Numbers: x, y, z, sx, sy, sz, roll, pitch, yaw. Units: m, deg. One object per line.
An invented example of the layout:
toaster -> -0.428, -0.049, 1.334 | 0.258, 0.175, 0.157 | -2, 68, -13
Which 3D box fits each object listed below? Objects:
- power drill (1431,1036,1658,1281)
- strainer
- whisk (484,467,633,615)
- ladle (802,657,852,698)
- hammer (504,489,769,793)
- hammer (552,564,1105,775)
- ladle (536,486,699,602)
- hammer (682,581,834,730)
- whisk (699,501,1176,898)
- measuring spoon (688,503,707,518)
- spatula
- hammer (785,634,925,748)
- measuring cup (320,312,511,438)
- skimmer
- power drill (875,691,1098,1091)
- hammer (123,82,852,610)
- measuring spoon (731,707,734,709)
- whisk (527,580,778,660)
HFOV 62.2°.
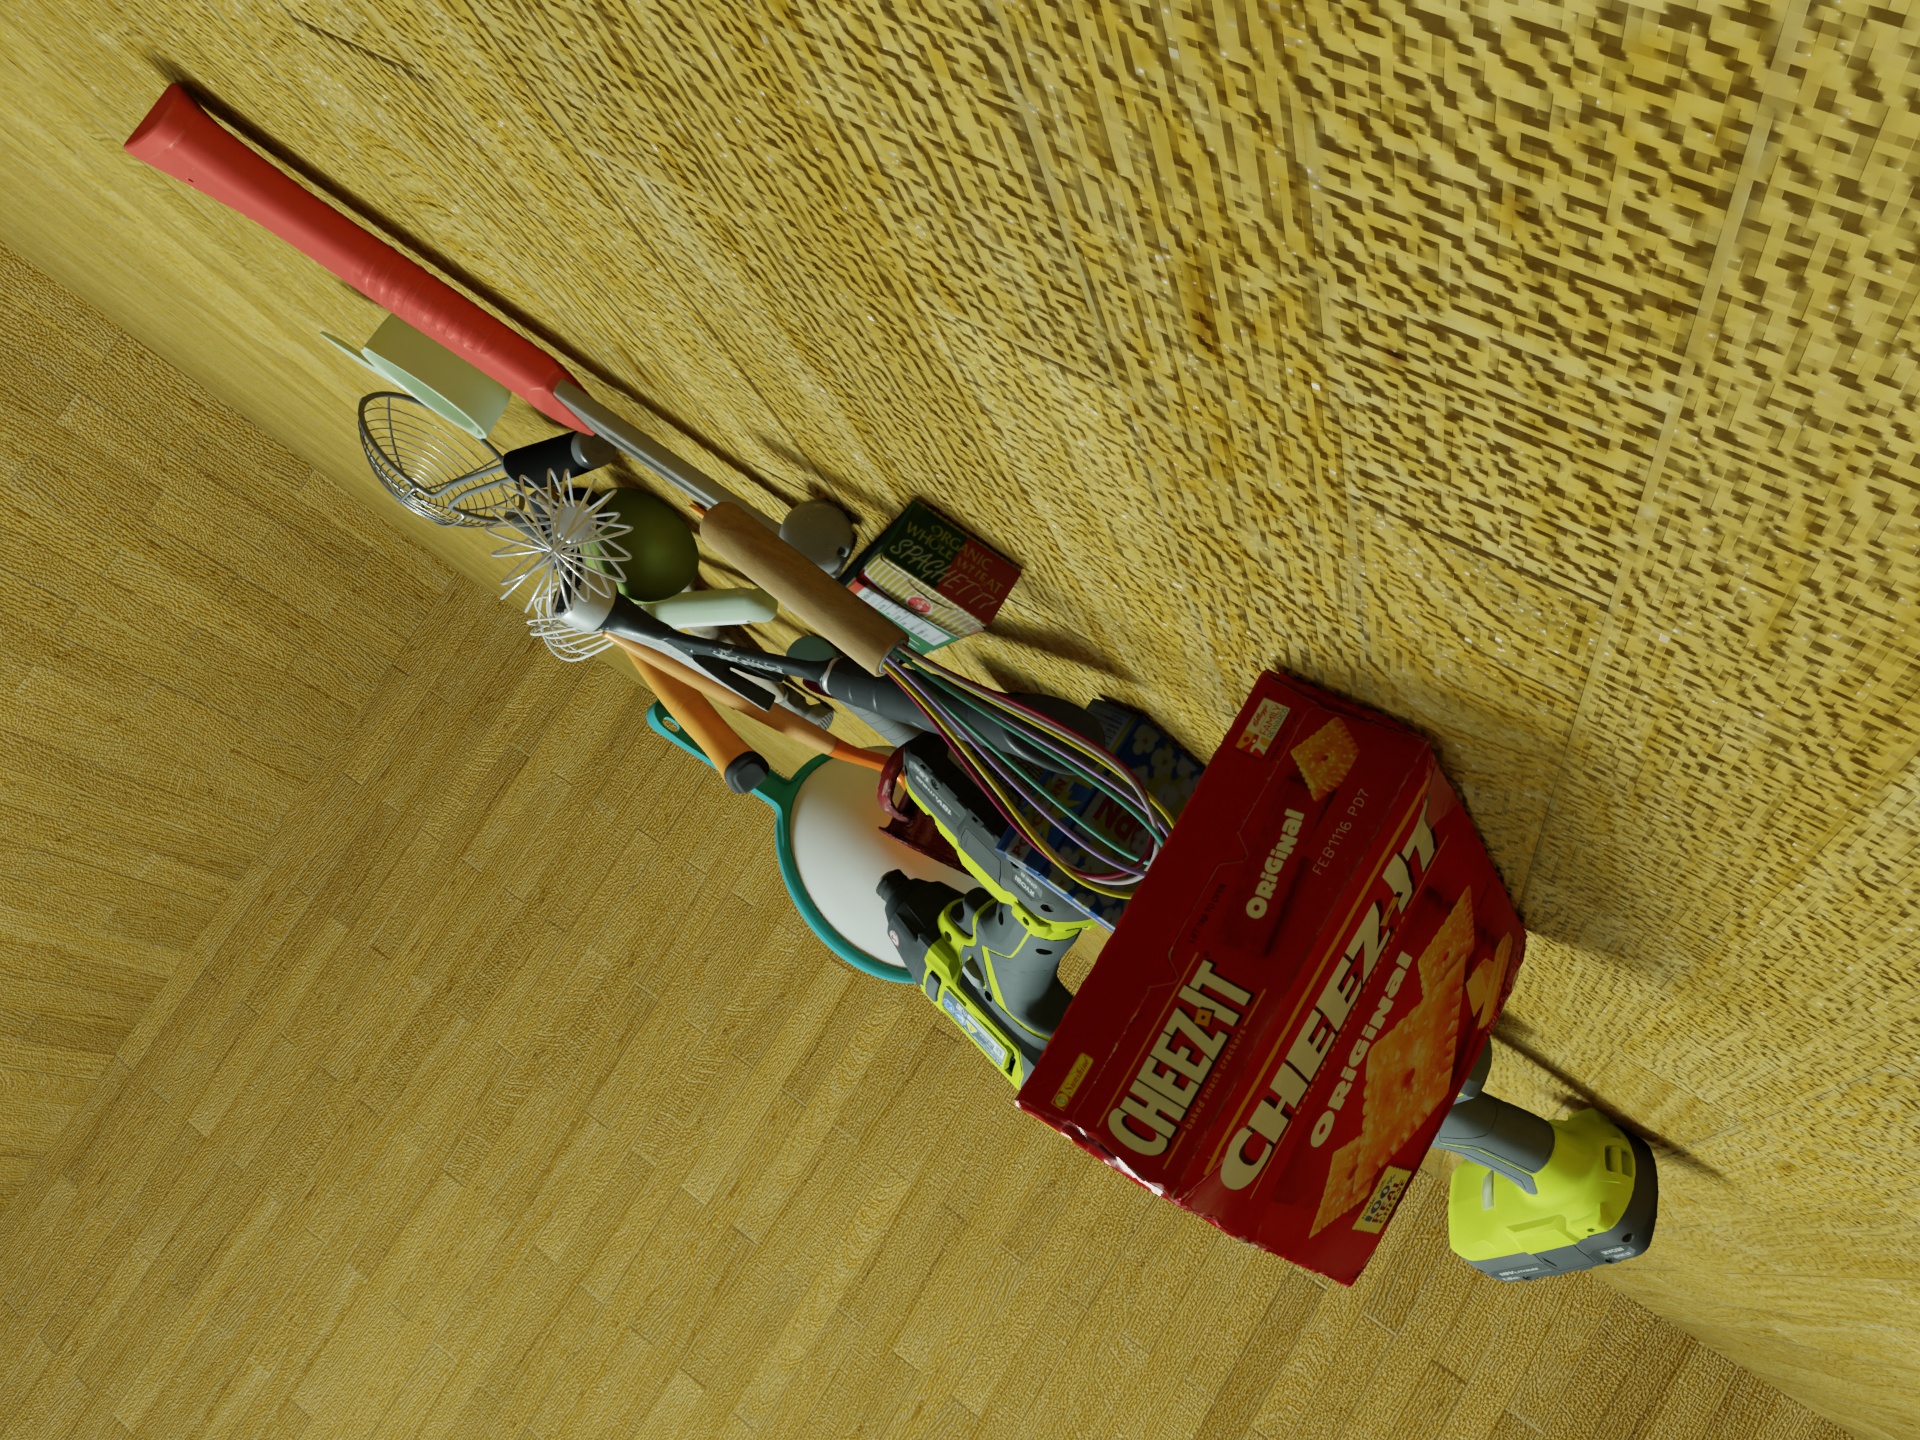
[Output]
power drill -> 0.280, 0.252, 0.954 | 0.228, 0.080, 0.190 | 33, 138, -19
strainer -> -0.087, 0.064, 1.264 | 0.340, 0.211, 0.095 | 35, 134, -20
whisk -> -0.196, -0.099, 0.806 | 0.070, 0.070, 0.285 | 35, -177, -15
ladle -> -0.001, -0.003, 0.939 | 0.069, 0.031, 0.316 | 17, -179, -35
hammer -> -0.239, -0.054, 1.193 | 0.337, 0.034, 0.127 | 44, 169, 40
hammer -> -0.069, -0.021, 0.816 | 0.149, 0.036, 0.409 | 27, 173, -36
ladle -> -0.247, -0.137, 1.080 | 0.078, 0.062, 0.320 | 55, 170, -26
hammer -> -0.208, -0.075, 1.299 | 0.146, 0.038, 0.410 | 32, 172, 14
whisk -> -0.013, -0.012, 0.629 | 0.245, 0.047, 0.051 | 38, 174, 15
measuring spoon -> -0.106, -0.094, 0.869 | 0.117, 0.011, 0.021 | 33, 175, 26
spatula -> -0.116, 0.015, 1.132 | 0.322, 0.041, 0.081 | 29, -168, -28
hammer -> 0.000, 0.037, 1.170 | 0.330, 0.033, 0.128 | 38, 170, -35
measuring cup -> -0.306, -0.205, 0.876 | 0.168, 0.038, 0.083 | 29, 172, 40
skimmer -> -0.284, -0.176, 0.990 | 0.127, 0.090, 0.363 | 31, 164, -32
power drill -> 0.019, 0.097, 0.878 | 0.171, 0.080, 0.223 | 43, 147, 25
hammer -> -0.207, -0.164, 0.726 | 0.359, 0.037, 0.149 | 33, 172, -8
measuring spoon -> -0.216, -0.057, 1.275 | 0.129, 0.021, 0.042 | 42, 170, 23
whisk -> -0.214, -0.072, 1.088 | 0.246, 0.059, 0.058 | 0, -168, 40
